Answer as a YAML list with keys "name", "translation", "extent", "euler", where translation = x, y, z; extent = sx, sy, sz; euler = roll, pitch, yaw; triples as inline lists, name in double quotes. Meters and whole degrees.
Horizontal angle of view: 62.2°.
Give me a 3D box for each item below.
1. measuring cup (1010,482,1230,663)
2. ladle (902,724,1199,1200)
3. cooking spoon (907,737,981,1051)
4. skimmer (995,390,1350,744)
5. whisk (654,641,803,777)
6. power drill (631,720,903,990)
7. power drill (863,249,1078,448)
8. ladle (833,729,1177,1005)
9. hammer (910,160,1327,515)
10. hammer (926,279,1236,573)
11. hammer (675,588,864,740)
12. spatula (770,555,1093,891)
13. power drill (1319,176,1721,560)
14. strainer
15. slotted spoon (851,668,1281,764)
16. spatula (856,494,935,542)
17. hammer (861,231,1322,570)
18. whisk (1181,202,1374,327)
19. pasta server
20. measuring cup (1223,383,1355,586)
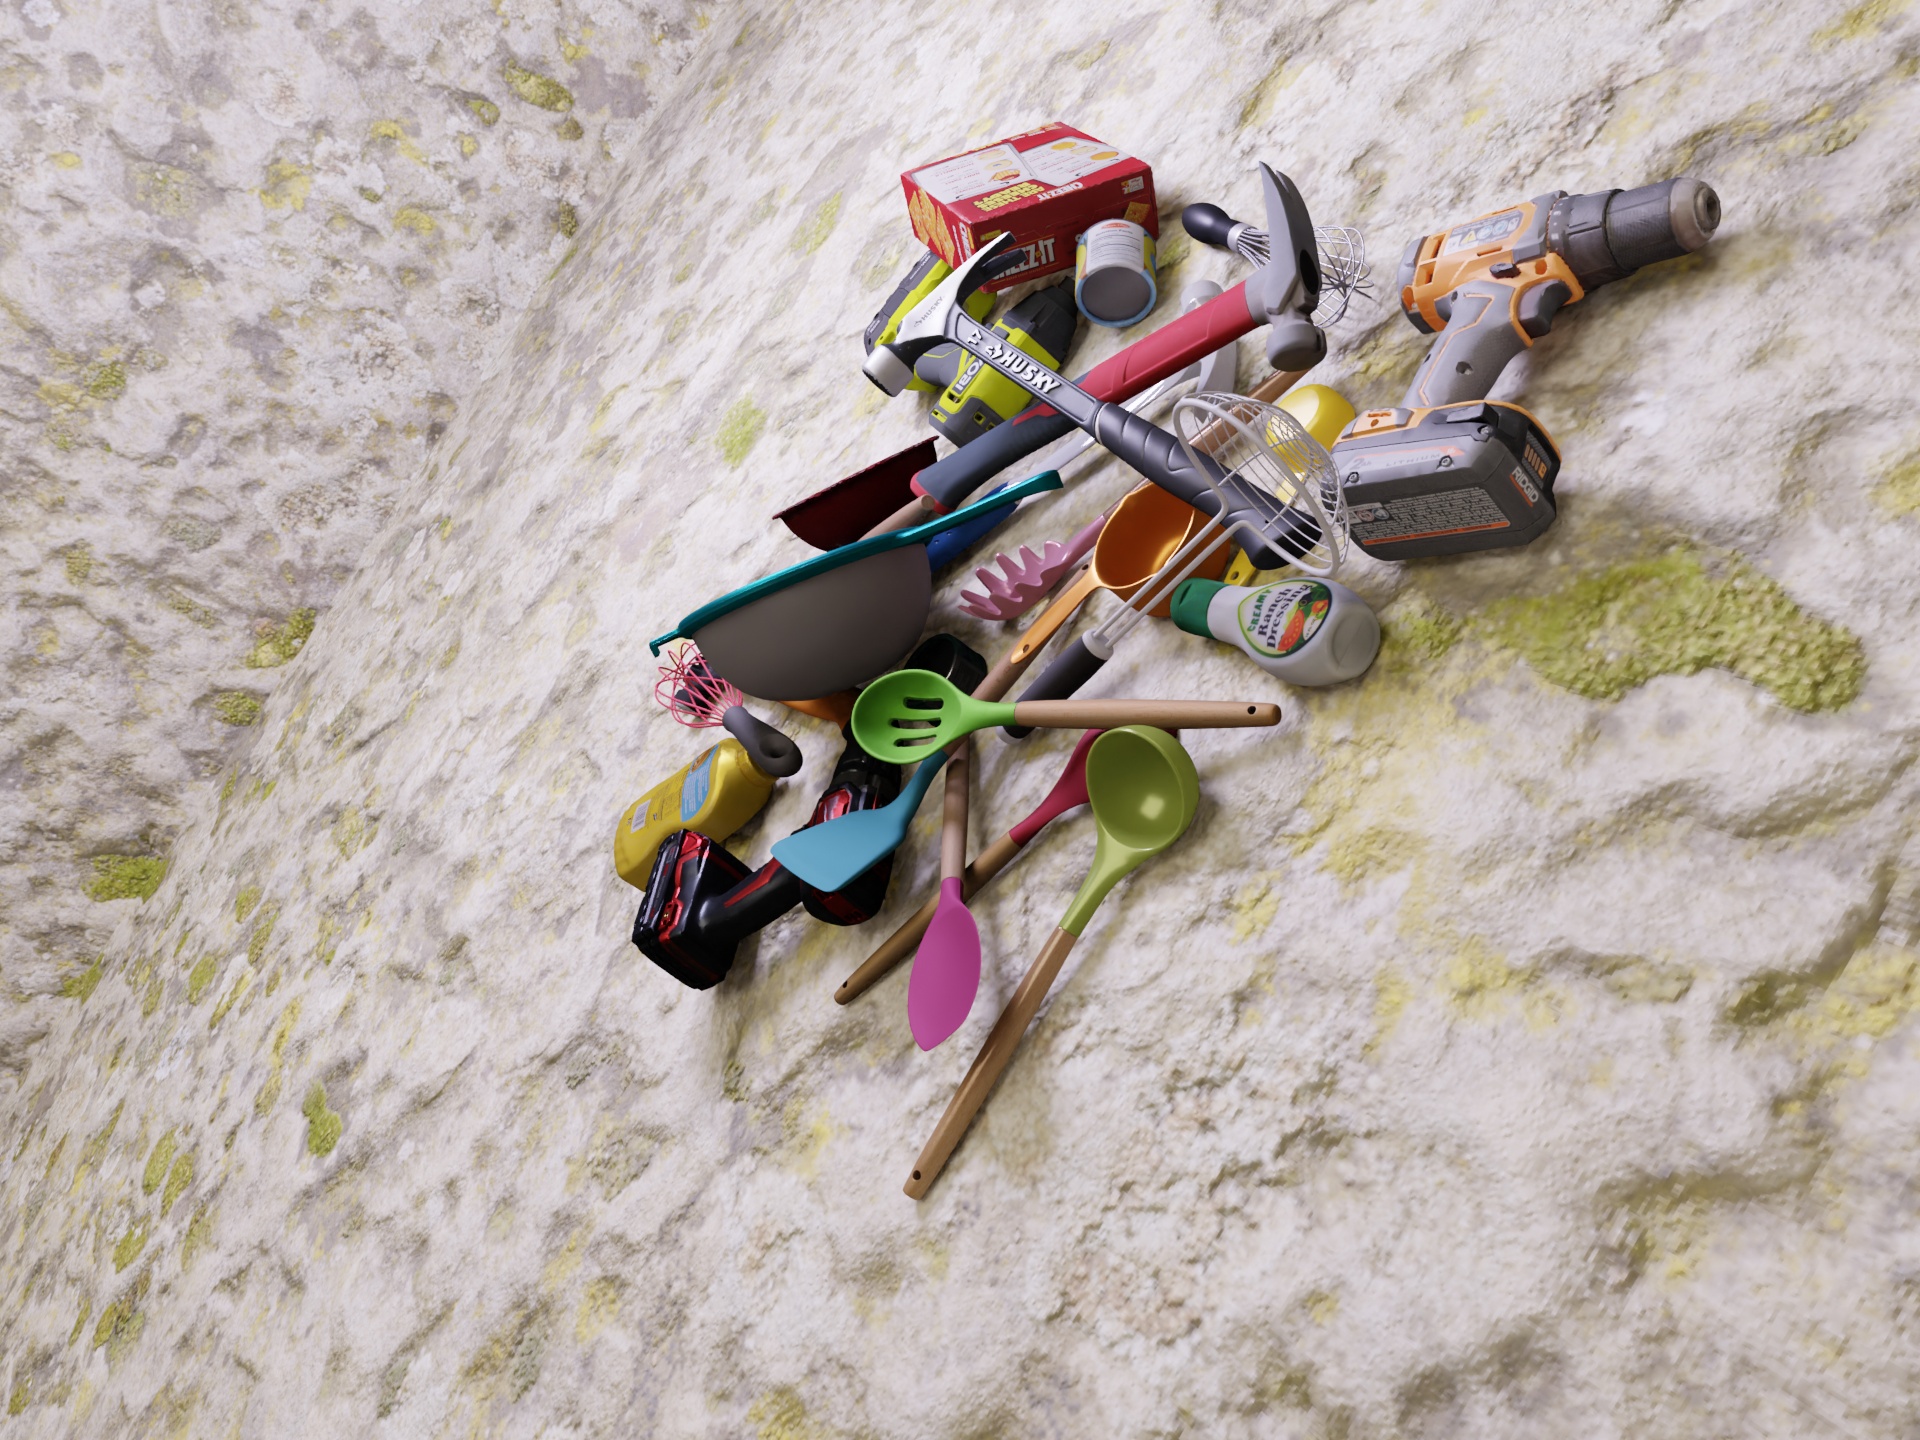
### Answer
- name: "measuring cup"
  translation: [0.110, -0.086, 1.082]
  extent: [0.173, 0.052, 0.095]
  euler: [-43, 34, 22]
- name: "ladle"
  translation: [0.045, 0.147, 0.955]
  extent: [0.078, 0.062, 0.320]
  euler: [31, 90, 37]
- name: "cooking spoon"
  translation: [-0.004, 0.092, 1.056]
  extent: [0.068, 0.017, 0.319]
  euler: [-43, 25, 28]
- name: "skimmer"
  translation: [0.102, -0.066, 0.970]
  extent: [0.090, 0.127, 0.363]
  euler: [-40, -4, -43]
- name: "whisk"
  translation: [-0.192, -0.007, 1.318]
  extent: [0.073, 0.073, 0.296]
  euler: [-56, 32, -1]
- name: "power drill"
  translation: [-0.134, 0.096, 1.216]
  extent: [0.226, 0.080, 0.188]
  euler: [-27, 35, 31]
- name: "power drill"
  translation: [0.013, -0.340, 1.414]
  extent: [0.171, 0.080, 0.223]
  euler: [-51, 36, 7]
- name: "ladle"
  translation: [0.020, 0.094, 1.062]
  extent: [0.315, 0.031, 0.069]
  euler: [-44, 33, 21]
- name: "hammer"
  translation: [0.096, -0.253, 1.160]
  extent: [0.386, 0.038, 0.143]
  euler: [-22, 66, 45]
- name: "hammer"
  translation: [0.050, -0.183, 1.258]
  extent: [0.405, 0.035, 0.144]
  euler: [-33, 39, 32]
- name: "hammer"
  translation: [-0.151, -0.037, 1.393]
  extent: [0.337, 0.034, 0.127]
  euler: [18, 78, 56]
- name: "spatula"
  translation: [-0.002, -0.004, 1.116]
  extent: [0.317, 0.044, 0.082]
  euler: [-50, 40, -11]
- name: "power drill"
  translation: [0.316, -0.207, 0.899]
  extent: [0.185, 0.084, 0.226]
  euler: [-3, 55, 49]
- name: "strainer"
  translation: [-0.054, -0.087, 1.195]
  extent: [0.340, 0.095, 0.211]
  euler: [-20, 2, 33]
- name: "slotted spoon"
  translation: [0.060, -0.002, 1.023]
  extent: [0.314, 0.031, 0.070]
  euler: [0, 68, 36]
- name: "spatula"
  translation: [-0.084, -0.139, 1.323]
  extent: [0.060, 0.018, 0.316]
  euler: [-27, 2, -24]
- name: "hammer"
  translation: [0.091, -0.212, 1.080]
  extent: [0.149, 0.036, 0.409]
  euler: [-48, 50, 1]
- name: "whisk"
  translation: [0.223, -0.348, 1.168]
  extent: [0.070, 0.070, 0.285]
  euler: [-49, 29, 11]
- name: "pasta server"
  translation: [0.122, -0.164, 1.137]
  extent: [0.316, 0.040, 0.060]
  euler: [-38, 23, 29]
- name: "measuring cup"
  translation: [0.203, -0.152, 1.036]
  extent: [0.062, 0.029, 0.156]
  euler: [15, 72, 56]
